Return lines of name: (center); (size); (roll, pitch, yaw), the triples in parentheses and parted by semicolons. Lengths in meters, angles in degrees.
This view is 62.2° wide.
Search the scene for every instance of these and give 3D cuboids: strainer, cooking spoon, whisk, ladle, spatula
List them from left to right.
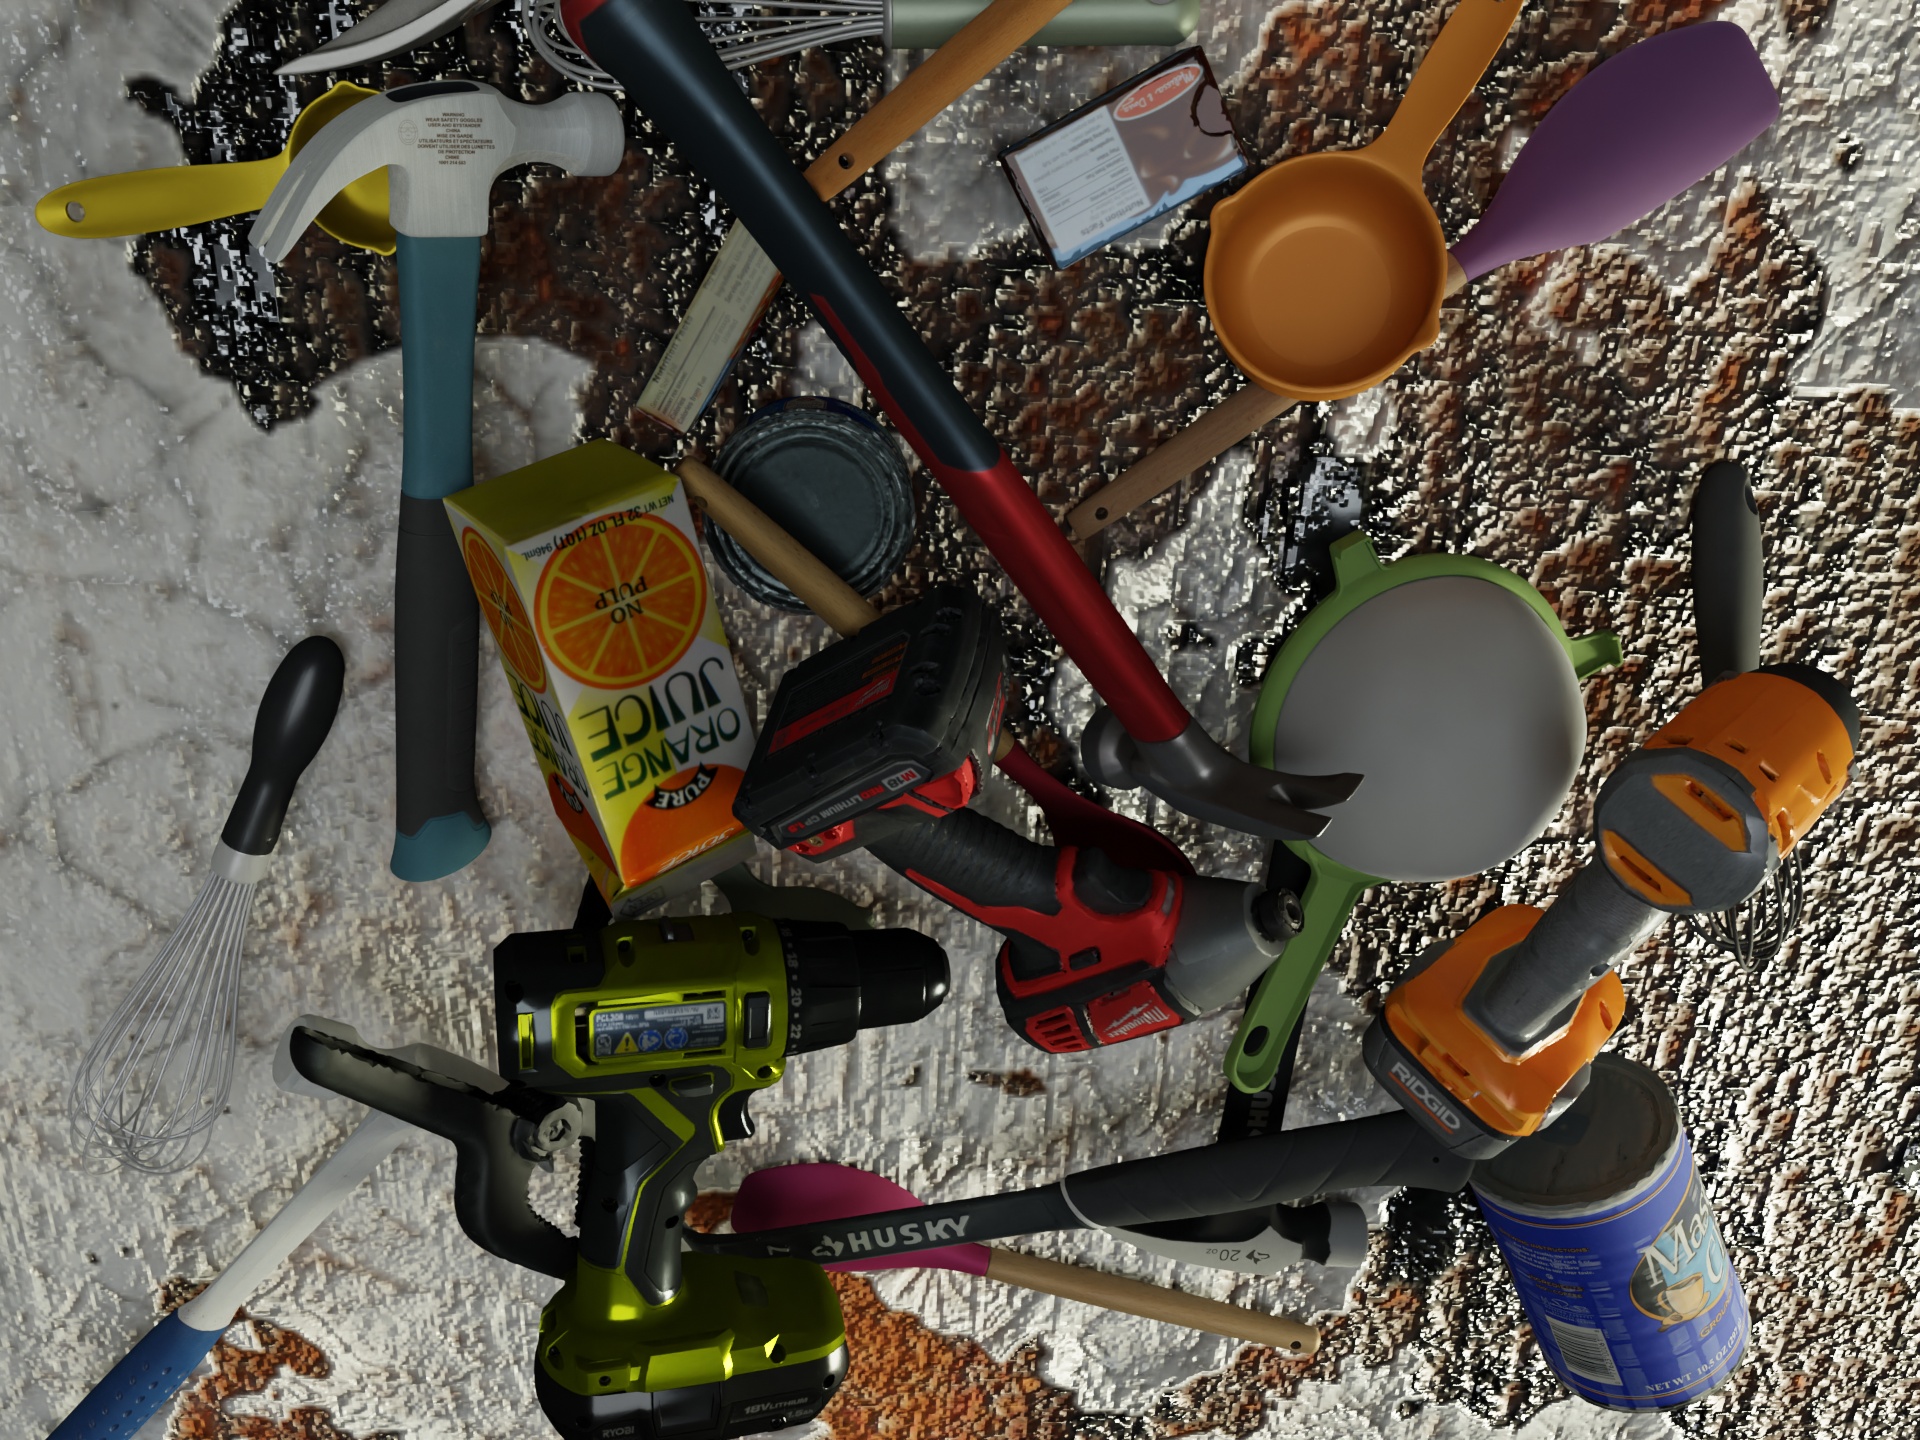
whisk: (-0.331, 0.087, 0.710); (0.070, 0.070, 0.284); (24, 105, -12)
whisk: (-0.034, -0.257, 0.580); (0.246, 0.058, 0.059); (-2, 148, -4)
ladle: (-0.001, -0.002, 0.669); (0.069, 0.031, 0.315); (-20, 127, 44)
cooking spoon: (0.038, 0.286, 0.824); (0.319, 0.017, 0.068); (16, 112, -8)
spatula: (0.073, -0.289, 0.549); (0.322, 0.041, 0.081); (-41, 110, 0)
strainer: (0.180, 0.058, 0.667); (0.151, 0.069, 0.256); (18, 104, -21)
spatula: (0.175, -0.168, 0.636); (0.316, 0.018, 0.059); (-34, 104, 11)
whisk: (0.342, 0.002, 0.702); (0.055, 0.055, 0.238); (-11, 108, 2)

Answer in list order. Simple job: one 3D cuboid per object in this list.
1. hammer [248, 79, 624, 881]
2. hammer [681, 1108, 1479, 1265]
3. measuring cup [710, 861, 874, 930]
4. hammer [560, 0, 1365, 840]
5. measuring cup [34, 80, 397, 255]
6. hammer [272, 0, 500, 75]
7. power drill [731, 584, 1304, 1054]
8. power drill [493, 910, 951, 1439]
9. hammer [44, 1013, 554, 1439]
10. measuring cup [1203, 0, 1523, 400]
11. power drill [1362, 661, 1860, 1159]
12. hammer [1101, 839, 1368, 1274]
hammer: (-0.206, -0.079, 0.633); (0.128, 0.033, 0.330); (-11, 125, -35)
hammer: (0.038, 0.227, 0.757); (0.409, 0.036, 0.149); (-13, 104, 11)
measuring cup: (-0.100, 0.085, 0.722); (0.083, 0.038, 0.167); (-32, 113, 11)
hammer: (0.005, -0.100, 0.568); (0.038, 0.143, 0.386); (-48, 119, -16)
measuring cup: (-0.269, -0.202, 0.601); (0.156, 0.029, 0.062); (-7, 113, 3)
hammer: (-0.274, -0.420, 0.502); (0.146, 0.038, 0.410); (-27, 111, 11)
power drill: (0.030, 0.053, 0.644); (0.143, 0.079, 0.219); (-25, 125, 37)
power drill: (-0.102, 0.192, 0.694); (0.190, 0.080, 0.228); (-2, 106, -18)
hammer: (-0.363, 0.291, 0.788); (0.144, 0.035, 0.405); (29, 115, -38)
measuring cup: (0.159, -0.201, 0.601); (0.095, 0.052, 0.173); (33, 97, 7)
power drill: (0.276, 0.071, 0.658); (0.084, 0.164, 0.226); (45, 136, 21)
hammer: (0.146, 0.120, 0.749); (0.146, 0.035, 0.334); (4, 113, -5)
